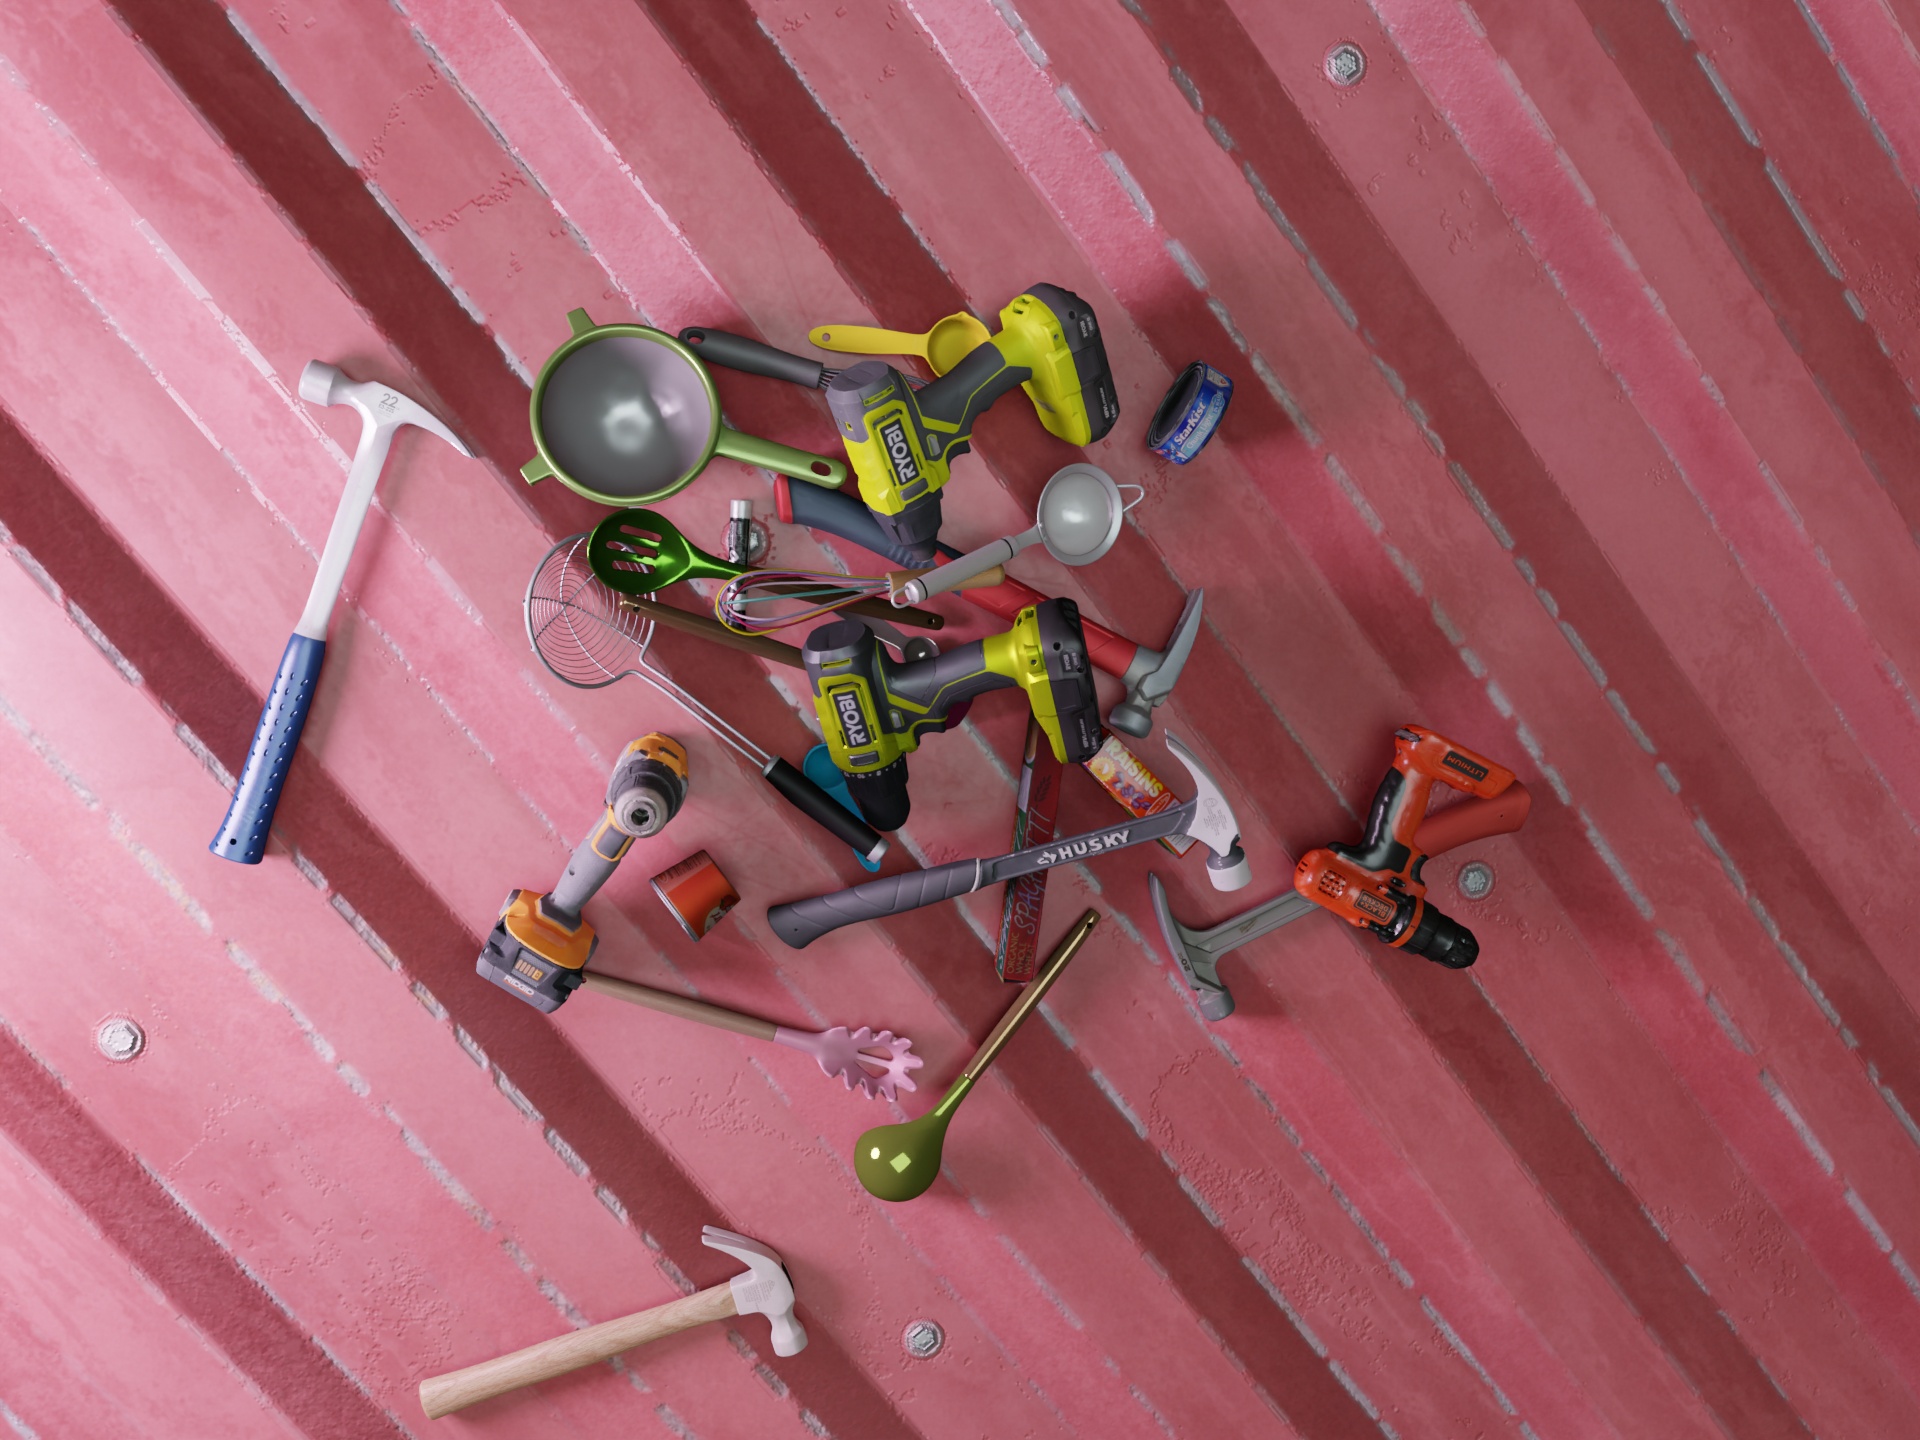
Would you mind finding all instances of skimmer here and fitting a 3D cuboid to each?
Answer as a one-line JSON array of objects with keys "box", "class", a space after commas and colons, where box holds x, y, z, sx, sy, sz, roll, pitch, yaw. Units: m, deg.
[{"box": [-0.198, -0.009, 1.305, 0.363, 0.090, 0.127, 38, 62, -3], "class": "skimmer"}]

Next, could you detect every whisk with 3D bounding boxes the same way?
[{"box": [-0.080, -0.105, 1.305, 0.245, 0.051, 0.047, -8, 82, -18], "class": "whisk"}, {"box": [-0.120, -0.285, 1.329, 0.239, 0.055, 0.055, 16, 94, -6], "class": "whisk"}]

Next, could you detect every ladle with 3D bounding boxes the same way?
[{"box": [0.020, 0.296, 1.425, 0.078, 0.062, 0.320, 40, 83, -14], "class": "ladle"}]

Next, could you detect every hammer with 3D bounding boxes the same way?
[{"box": [0.353, 0.134, 1.454, 0.359, 0.037, 0.149, -25, 100, -5], "class": "hammer"}, {"box": [-0.520, -0.076, 1.294, 0.144, 0.035, 0.405, 19, 93, -10], "class": "hammer"}, {"box": [0.022, -0.132, 1.367, 0.386, 0.038, 0.143, 27, 84, -9], "class": "hammer"}, {"box": [-0.310, 0.543, 1.402, 0.331, 0.031, 0.130, -16, 99, -6], "class": "hammer"}, {"box": [0.029, 0.122, 1.343, 0.409, 0.036, 0.149, -16, 113, 11], "class": "hammer"}]

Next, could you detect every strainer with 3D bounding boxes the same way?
[{"box": [-0.220, -0.227, 1.301, 0.256, 0.069, 0.151, 15, 80, -9], "class": "strainer"}, {"box": [0.044, -0.148, 1.321, 0.258, 0.050, 0.086, -28, 112, -29], "class": "strainer"}]

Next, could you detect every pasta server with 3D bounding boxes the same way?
[{"box": [-0.187, 0.266, 1.385, 0.316, 0.040, 0.060, 18, 82, -9], "class": "pasta server"}]

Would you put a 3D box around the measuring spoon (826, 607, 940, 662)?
[{"box": [-0.074, -0.078, 1.375, 0.124, 0.018, 0.034, 32, 66, -5], "class": "measuring spoon"}]

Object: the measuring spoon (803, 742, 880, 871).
[{"box": [-0.100, 0.075, 1.390, 0.042, 0.021, 0.128, -25, 109, -6], "class": "measuring spoon"}]

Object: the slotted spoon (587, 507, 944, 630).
[{"box": [-0.156, -0.113, 1.318, 0.313, 0.031, 0.070, 12, 99, -24], "class": "slotted spoon"}]

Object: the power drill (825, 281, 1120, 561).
[{"box": [0.014, -0.244, 1.301, 0.223, 0.080, 0.171, -32, 127, -16], "class": "power drill"}]

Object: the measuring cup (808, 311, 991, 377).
[{"box": [-0.050, -0.318, 1.349, 0.156, 0.029, 0.062, 6, 95, 2], "class": "measuring cup"}]

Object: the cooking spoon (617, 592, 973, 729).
[{"box": [-0.132, -0.052, 1.328, 0.318, 0.017, 0.068, 18, 121, -25], "class": "cooking spoon"}]

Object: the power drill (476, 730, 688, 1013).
[{"box": [-0.295, 0.121, 1.279, 0.084, 0.185, 0.226, 34, 94, -13], "class": "power drill"}]

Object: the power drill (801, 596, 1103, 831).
[{"box": [-0.002, -0.004, 1.315, 0.228, 0.080, 0.190, -11, 120, 7], "class": "power drill"}]
